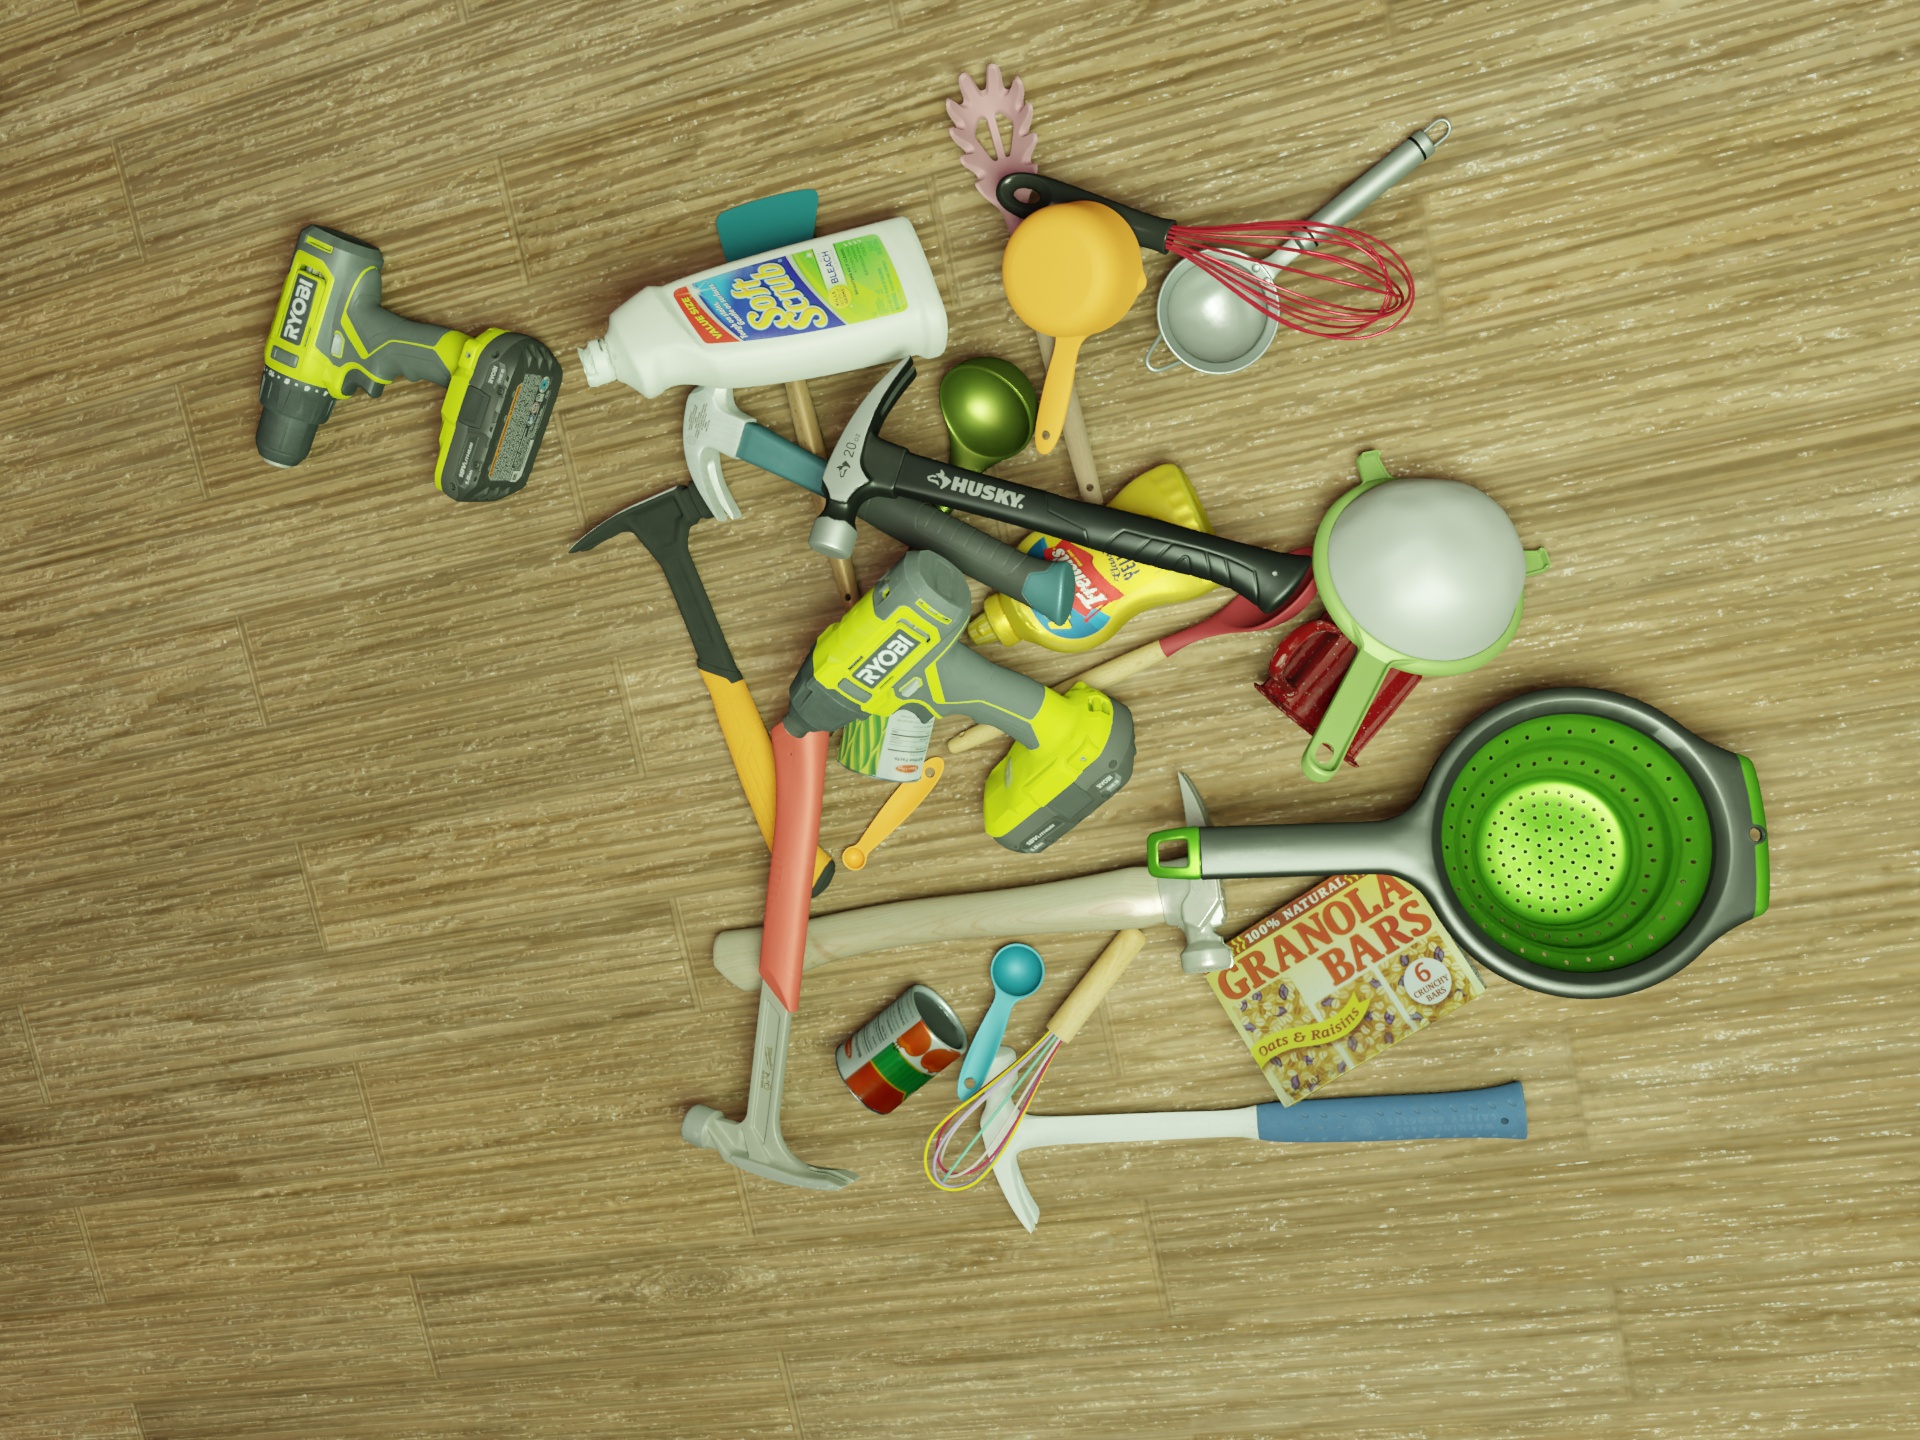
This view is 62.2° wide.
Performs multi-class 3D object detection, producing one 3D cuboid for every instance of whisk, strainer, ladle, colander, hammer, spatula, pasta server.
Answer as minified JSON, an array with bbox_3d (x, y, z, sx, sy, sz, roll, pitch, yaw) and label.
[{"bbox_3d":[0.159,-0.319,1.064,0.296,0.073,0.073,21,103,16],"label":"whisk"},{"bbox_3d":[0.290,-0.070,1.035,0.151,0.069,0.256,32,64,4],"label":"strainer"},{"bbox_3d":[-0.036,-0.122,1.185,0.078,0.062,0.320,32,107,9],"label":"ladle"},{"bbox_3d":[0.231,-0.325,1.098,0.258,0.050,0.087,-38,97,10],"label":"strainer"},{"bbox_3d":[0.329,0.089,1.092,0.397,0.094,0.204,-3,80,9],"label":"colander"},{"bbox_3d":[-0.127,0.173,1.213,0.149,0.036,0.359,10,97,24],"label":"hammer"},{"bbox_3d":[-0.062,-0.159,1.153,0.331,0.033,0.128,28,112,16],"label":"hammer"},{"bbox_3d":[-0.187,-0.014,1.248,0.127,0.034,0.337,-22,93,15],"label":"hammer"},{"bbox_3d":[-0.115,-0.236,1.203,0.082,0.044,0.317,-11,101,13],"label":"spatula"},{"bbox_3d":[0.056,0.252,1.198,0.047,0.051,0.245,37,86,22],"label":"whisk"},{"bbox_3d":[-0.003,0.142,1.219,0.410,0.038,0.146,-10,77,18],"label":"hammer"},{"bbox_3d":[0.054,-0.304,1.124,0.060,0.040,0.316,-15,87,8],"label":"pasta server"},{"bbox_3d":[0.125,-0.042,1.166,0.315,0.069,0.031,-25,119,21],"label":"ladle"},{"bbox_3d":[0.073,-0.143,1.084,0.335,0.035,0.146,16,83,9],"label":"hammer"},{"bbox_3d":[0.215,0.310,1.204,0.405,0.035,0.144,-6,97,14],"label":"hammer"}]

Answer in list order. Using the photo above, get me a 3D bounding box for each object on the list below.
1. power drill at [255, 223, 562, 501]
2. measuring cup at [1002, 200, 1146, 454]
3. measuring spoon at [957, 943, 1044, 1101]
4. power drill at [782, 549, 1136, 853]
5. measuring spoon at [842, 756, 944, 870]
[{"bbox_3d":[-0.445,-0.259,1.249,0.228,0.080,0.190,26,103,11],"label":"power drill"},{"bbox_3d":[0.064,-0.261,1.074,0.095,0.052,0.173,21,114,22],"label":"measuring cup"},{"bbox_3d":[0.028,0.233,1.229,0.042,0.021,0.128,23,86,11],"label":"measuring spoon"},{"bbox_3d":[-0.002,-0.004,1.124,0.223,0.080,0.171,33,123,-24],"label":"power drill"},{"bbox_3d":[-0.051,0.072,1.244,0.021,0.011,0.117,42,102,3],"label":"measuring spoon"}]
